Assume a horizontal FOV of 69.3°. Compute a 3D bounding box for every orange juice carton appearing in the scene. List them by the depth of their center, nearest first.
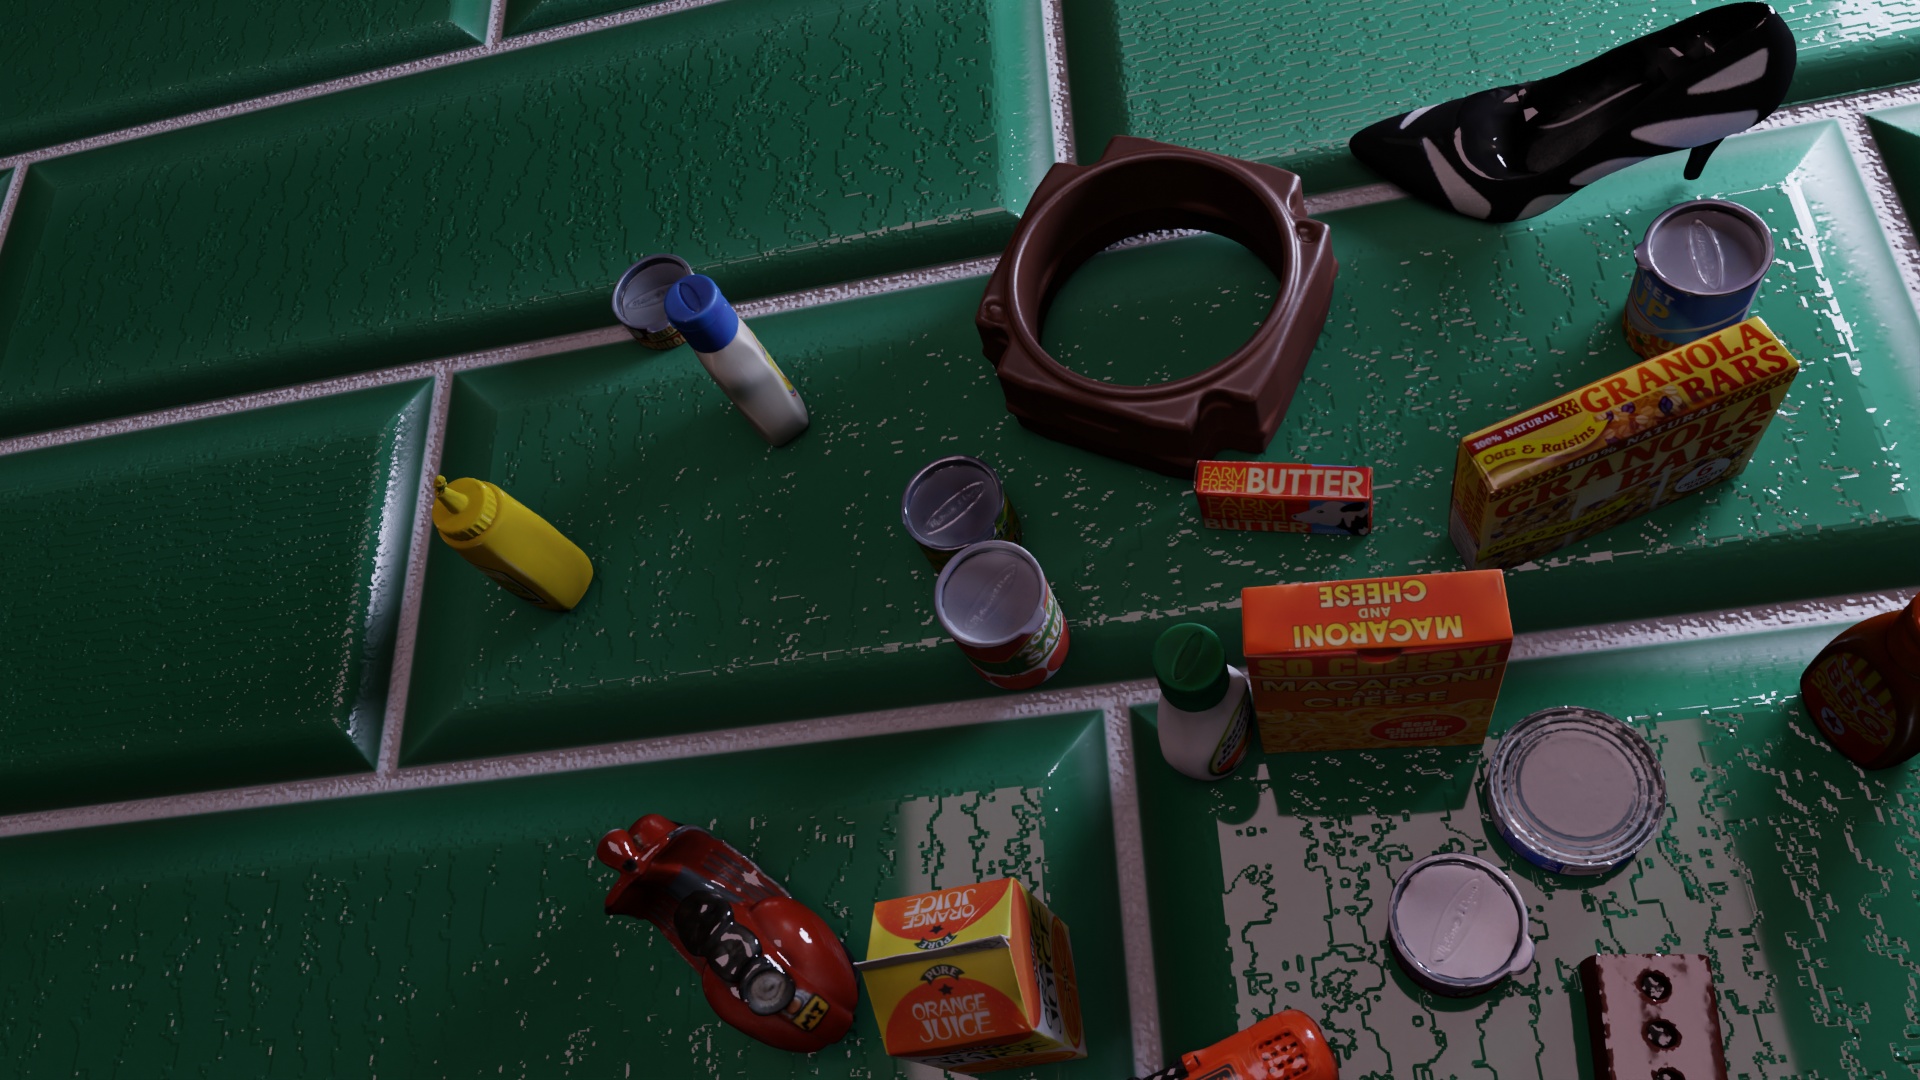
[{"bbox_3d":[0.009,0.220,0.696,0.072,0.192,0.073,-12,63,10],"label":"orange juice carton"}]

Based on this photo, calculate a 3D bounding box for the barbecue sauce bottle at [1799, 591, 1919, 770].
[{"bbox_3d":[0.456,0.063,0.672,0.043,0.148,0.065,-26,62,3],"label":"barbecue sauce bottle"}]

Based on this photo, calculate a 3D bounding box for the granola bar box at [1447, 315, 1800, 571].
[{"bbox_3d":[0.356,-0.047,0.765,0.165,0.124,0.039,-23,62,4],"label":"granola bar box"}]

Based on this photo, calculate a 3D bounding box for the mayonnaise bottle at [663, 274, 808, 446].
[{"bbox_3d":[-0.150,-0.121,0.927,0.041,0.147,0.065,-35,62,-2],"label":"mayonnaise bottle"}]

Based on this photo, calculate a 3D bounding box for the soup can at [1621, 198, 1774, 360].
[{"bbox_3d":[0.428,-0.149,0.817,0.071,0.083,0.071,-6,64,13],"label":"soup can"}]

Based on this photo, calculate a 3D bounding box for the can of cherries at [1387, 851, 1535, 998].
[{"bbox_3d":[0.256,0.201,0.713,0.071,0.058,0.072,-6,64,13],"label":"can of cherries"}]

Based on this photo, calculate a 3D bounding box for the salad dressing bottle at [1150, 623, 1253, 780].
[{"bbox_3d":[0.130,0.087,0.751,0.044,0.147,0.064,24,74,24],"label":"salad dressing bottle"}]

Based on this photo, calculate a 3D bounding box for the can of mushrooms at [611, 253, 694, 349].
[{"bbox_3d":[-0.224,-0.176,1.039,0.071,0.033,0.071,-6,64,13],"label":"can of mushrooms"}]

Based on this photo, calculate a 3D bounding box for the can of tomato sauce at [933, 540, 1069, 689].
[{"bbox_3d":[0.028,0.047,0.835,0.071,0.083,0.071,-6,64,13],"label":"can of tomato sauce"}]

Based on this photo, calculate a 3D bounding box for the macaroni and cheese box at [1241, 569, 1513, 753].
[{"bbox_3d":[0.215,0.069,0.726,0.124,0.166,0.040,-5,65,14],"label":"macaroni and cheese box"}]

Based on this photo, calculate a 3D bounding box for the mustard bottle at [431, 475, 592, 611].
[{"bbox_3d":[-0.301,-0.003,0.907,0.065,0.159,0.049,17,72,22],"label":"mustard bottle"}]

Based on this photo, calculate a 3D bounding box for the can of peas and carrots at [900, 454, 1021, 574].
[{"bbox_3d":[0.003,-0.011,0.884,0.071,0.058,0.071,-6,64,13],"label":"can of peas and carrots"}]

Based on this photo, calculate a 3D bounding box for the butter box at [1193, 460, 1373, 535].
[{"bbox_3d":[0.196,-0.025,0.840,0.103,0.053,0.024,3,67,17],"label":"butter box"}]
